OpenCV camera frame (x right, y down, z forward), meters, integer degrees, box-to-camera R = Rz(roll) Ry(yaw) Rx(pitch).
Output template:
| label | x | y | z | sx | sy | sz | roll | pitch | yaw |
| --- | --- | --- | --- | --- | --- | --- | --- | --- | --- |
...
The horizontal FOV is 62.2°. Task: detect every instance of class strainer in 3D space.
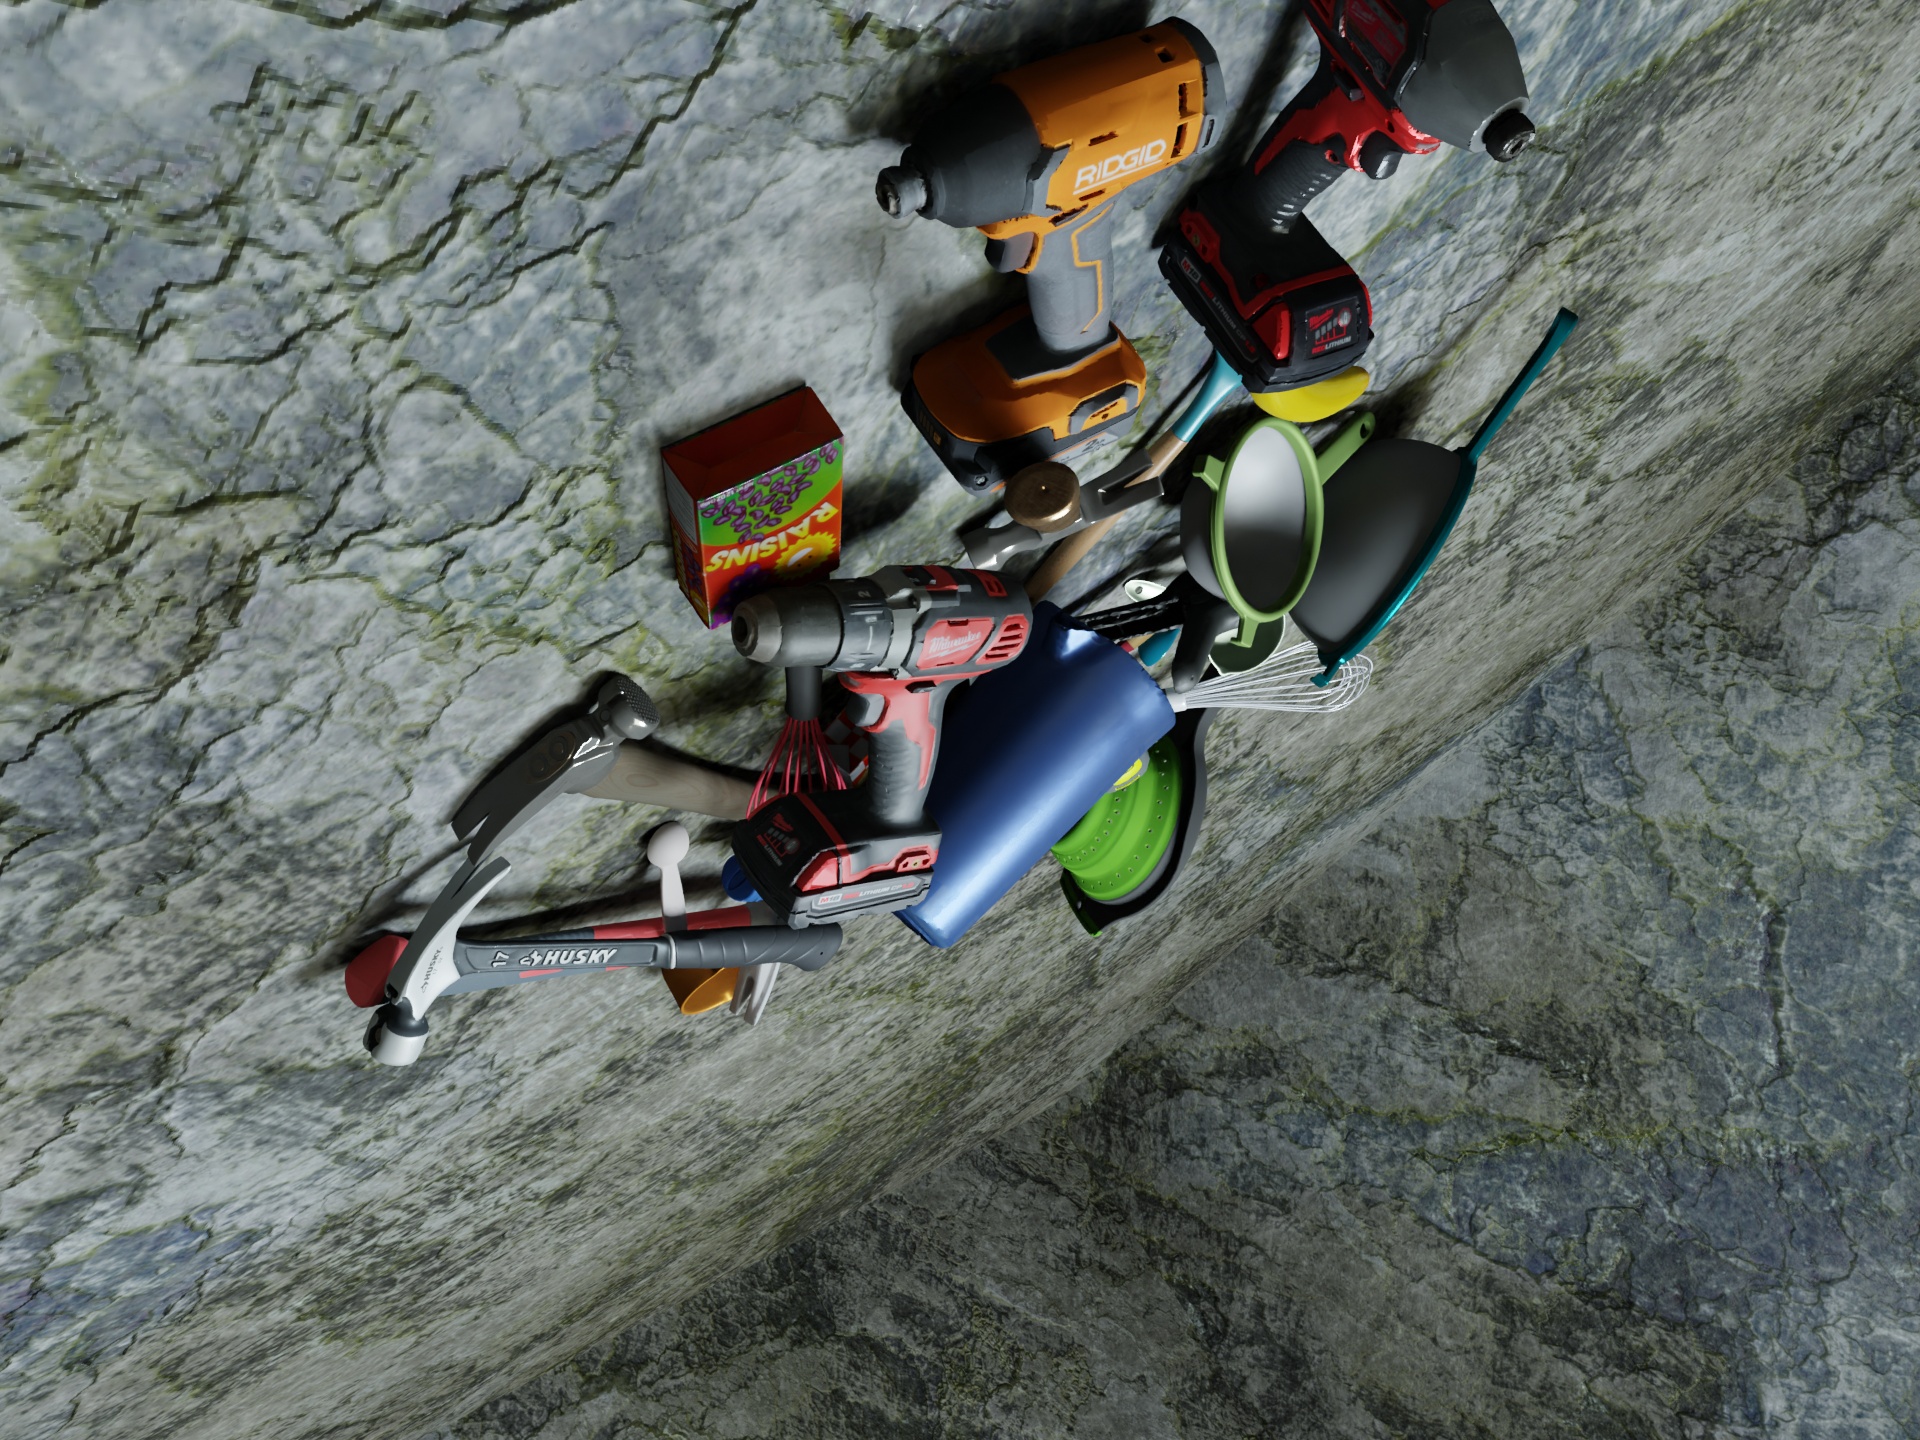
| label | x | y | z | sx | sy | sz | roll | pitch | yaw |
| --- | --- | --- | --- | --- | --- | --- | --- | --- | --- |
| strainer | 0.234 | -0.177 | 1.209 | 0.256 | 0.069 | 0.151 | -42 | 125 | -39 |
| strainer | 0.354 | -0.201 | 1.282 | 0.340 | 0.095 | 0.211 | -59 | -179 | 32 |

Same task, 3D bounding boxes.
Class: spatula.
| label | x | y | z | sx | sy | sz | roll | pitch | yaw |
| --- | --- | --- | --- | --- | --- | --- | --- | --- | --- |
| spatula | 0.131 | -0.170 | 1.074 | 0.082 | 0.044 | 0.317 | 26 | 129 | -23 |

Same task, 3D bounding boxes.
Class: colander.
| label | x | y | z | sx | sy | sz | roll | pitch | yaw |
| --- | --- | --- | --- | --- | --- | --- | --- | --- | --- |
| colander | 0.175 | 0.014 | 1.498 | 0.094 | 0.205 | 0.397 | 21 | 110 | -27 |

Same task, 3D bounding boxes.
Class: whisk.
| label | x | y | z | sx | sy | sz | roll | pitch | yaw |
| --- | --- | --- | --- | --- | --- | --- | --- | --- | --- |
| whisk | 0.224 | -0.024 | 1.420 | 0.284 | 0.070 | 0.070 | -9 | 162 | 7 |
| whisk | -0.101 | 0.007 | 1.016 | 0.073 | 0.073 | 0.295 | -24 | 141 | -29 |

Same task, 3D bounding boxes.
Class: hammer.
| label | x | y | z | sx | sy | sz | roll | pitch | yaw |
| --- | --- | --- | --- | --- | --- | --- | --- | --- | --- |
| hammer | -0.175 | 0.057 | 1.109 | 0.146 | 0.038 | 0.410 | -38 | 161 | 12 |
| hammer | -0.271 | 0.181 | 1.165 | 0.386 | 0.038 | 0.143 | -1 | 109 | -53 |
| hammer | -0.222 | 0.160 | 1.138 | 0.408 | 0.036 | 0.149 | 8 | 112 | -55 |
| hammer | 0.053 | -0.119 | 0.883 | 0.130 | 0.031 | 0.331 | -24 | -177 | 6 |

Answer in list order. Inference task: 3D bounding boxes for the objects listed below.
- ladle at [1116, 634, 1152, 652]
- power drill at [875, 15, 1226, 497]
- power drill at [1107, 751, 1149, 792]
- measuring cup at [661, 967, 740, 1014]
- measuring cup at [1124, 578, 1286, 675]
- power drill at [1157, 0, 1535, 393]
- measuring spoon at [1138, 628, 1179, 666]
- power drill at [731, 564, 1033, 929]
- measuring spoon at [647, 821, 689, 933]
| label | x | y | z | sx | sy | sz | roll | pitch | yaw |
| --- | --- | --- | --- | --- | --- | --- | --- | --- | --- |
| ladle | 0.164 | -0.084 | 1.360 | 0.315 | 0.031 | 0.069 | -41 | 159 | 9 |
| power drill | 0.029 | -0.213 | 0.764 | 0.164 | 0.084 | 0.226 | -26 | 155 | -20 |
| power drill | 0.038 | 0.044 | 1.323 | 0.228 | 0.080 | 0.190 | -32 | 152 | 6 |
| measuring cup | -0.179 | 0.186 | 1.378 | 0.173 | 0.052 | 0.095 | -32 | 160 | -17 |
| measuring cup | 0.198 | -0.094 | 1.332 | 0.167 | 0.038 | 0.083 | 18 | 110 | -29 |
| power drill | 0.194 | -0.274 | 0.798 | 0.078 | 0.143 | 0.219 | -23 | 159 | -27 |
| measuring spoon | 0.195 | -0.102 | 1.383 | 0.128 | 0.021 | 0.042 | -51 | -167 | 18 |
| power drill | -0.067 | 0.011 | 0.936 | 0.187 | 0.080 | 0.226 | -5 | 128 | -39 |
| measuring spoon | -0.207 | 0.129 | 1.167 | 0.034 | 0.018 | 0.124 | -32 | 135 | -39 |
